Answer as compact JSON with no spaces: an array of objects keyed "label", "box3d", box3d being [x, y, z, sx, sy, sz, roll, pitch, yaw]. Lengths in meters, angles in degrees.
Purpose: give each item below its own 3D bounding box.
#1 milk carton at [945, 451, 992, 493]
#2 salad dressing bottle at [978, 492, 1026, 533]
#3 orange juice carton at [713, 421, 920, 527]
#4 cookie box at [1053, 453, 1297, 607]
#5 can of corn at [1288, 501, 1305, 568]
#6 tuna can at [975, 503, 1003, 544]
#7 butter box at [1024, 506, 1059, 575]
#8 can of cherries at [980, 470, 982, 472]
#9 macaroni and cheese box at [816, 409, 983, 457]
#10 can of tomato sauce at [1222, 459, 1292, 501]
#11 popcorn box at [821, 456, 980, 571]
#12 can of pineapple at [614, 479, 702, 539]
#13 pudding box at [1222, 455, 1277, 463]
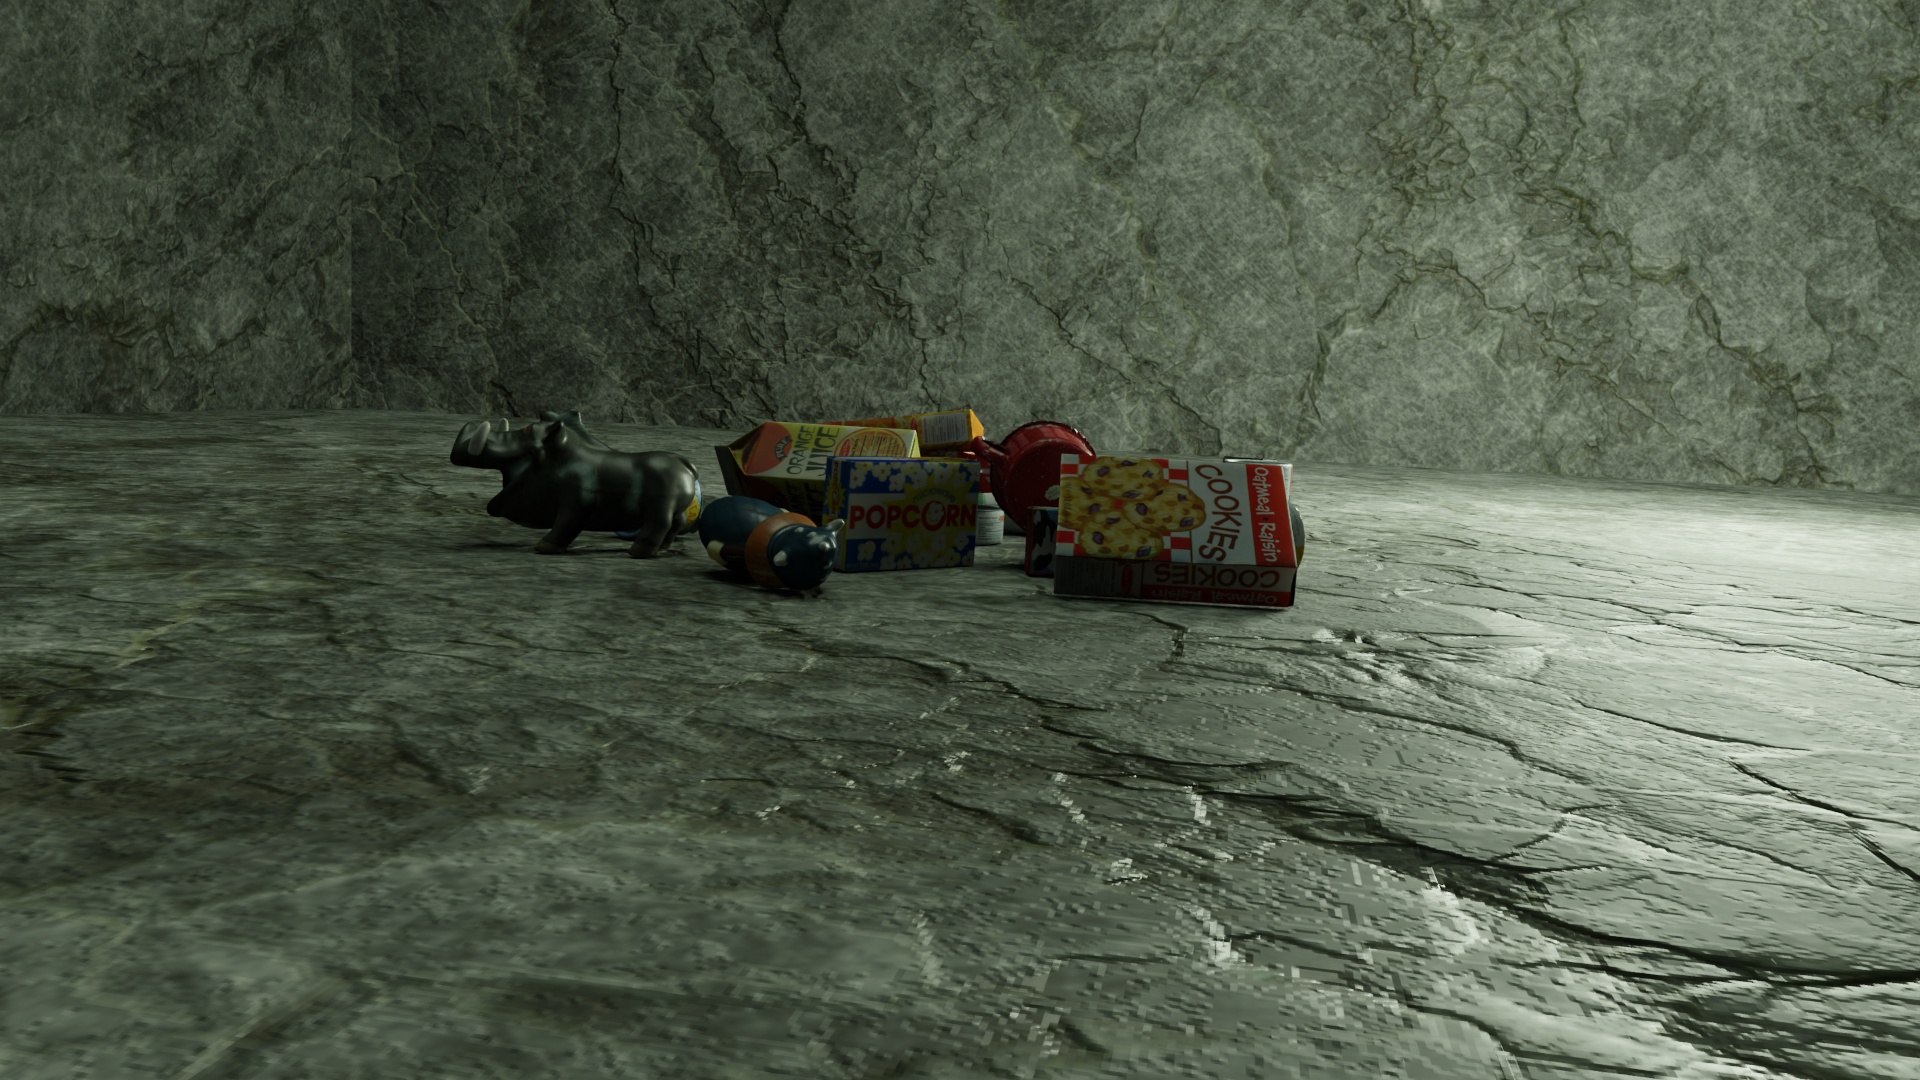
[{"label":"milk carton","box3d":[0.076,-0.054,1.464,0.190,0.072,0.073,4,6,10]},{"label":"salad dressing bottle","box3d":[0.056,-0.028,1.359,0.148,0.044,0.064,0,9,-9]},{"label":"orange juice carton","box3d":[-0.136,-0.061,1.318,0.193,0.071,0.073,4,51,10]},{"label":"cookie box","box3d":[0.154,-0.009,1.009,0.167,0.040,0.123,3,39,4]},{"label":"can of corn","box3d":[0.228,0.001,1.094,0.058,0.071,0.071,1,6,-21]},{"label":"tuna can","box3d":[0.005,-0.016,1.275,0.071,0.032,0.071,3,6,0]},{"label":"butter box","box3d":[0.103,0.002,1.079,0.103,0.053,0.024,2,3,-8]},{"label":"can of cherries","box3d":[-0.014,-0.044,1.402,0.071,0.058,0.071,3,5,0]},{"label":"macaroni and cheese box","box3d":[-0.062,-0.107,1.522,0.166,0.040,0.123,-5,-6,7]},{"label":"can of tomato sauce","box3d":[0.279,-0.034,1.323,0.071,0.083,0.071,3,7,0]},{"label":"popcorn box","box3d":[-0.046,-0.022,1.082,0.127,0.085,0.038,-2,9,-38]},{"label":"can of pineapple","box3d":[-0.263,-0.034,1.190,0.071,0.071,0.058,7,8,36]},{"label":"pudding box","box3d":[0.287,-0.042,1.394,0.049,0.083,0.030,8,5,43]}]
